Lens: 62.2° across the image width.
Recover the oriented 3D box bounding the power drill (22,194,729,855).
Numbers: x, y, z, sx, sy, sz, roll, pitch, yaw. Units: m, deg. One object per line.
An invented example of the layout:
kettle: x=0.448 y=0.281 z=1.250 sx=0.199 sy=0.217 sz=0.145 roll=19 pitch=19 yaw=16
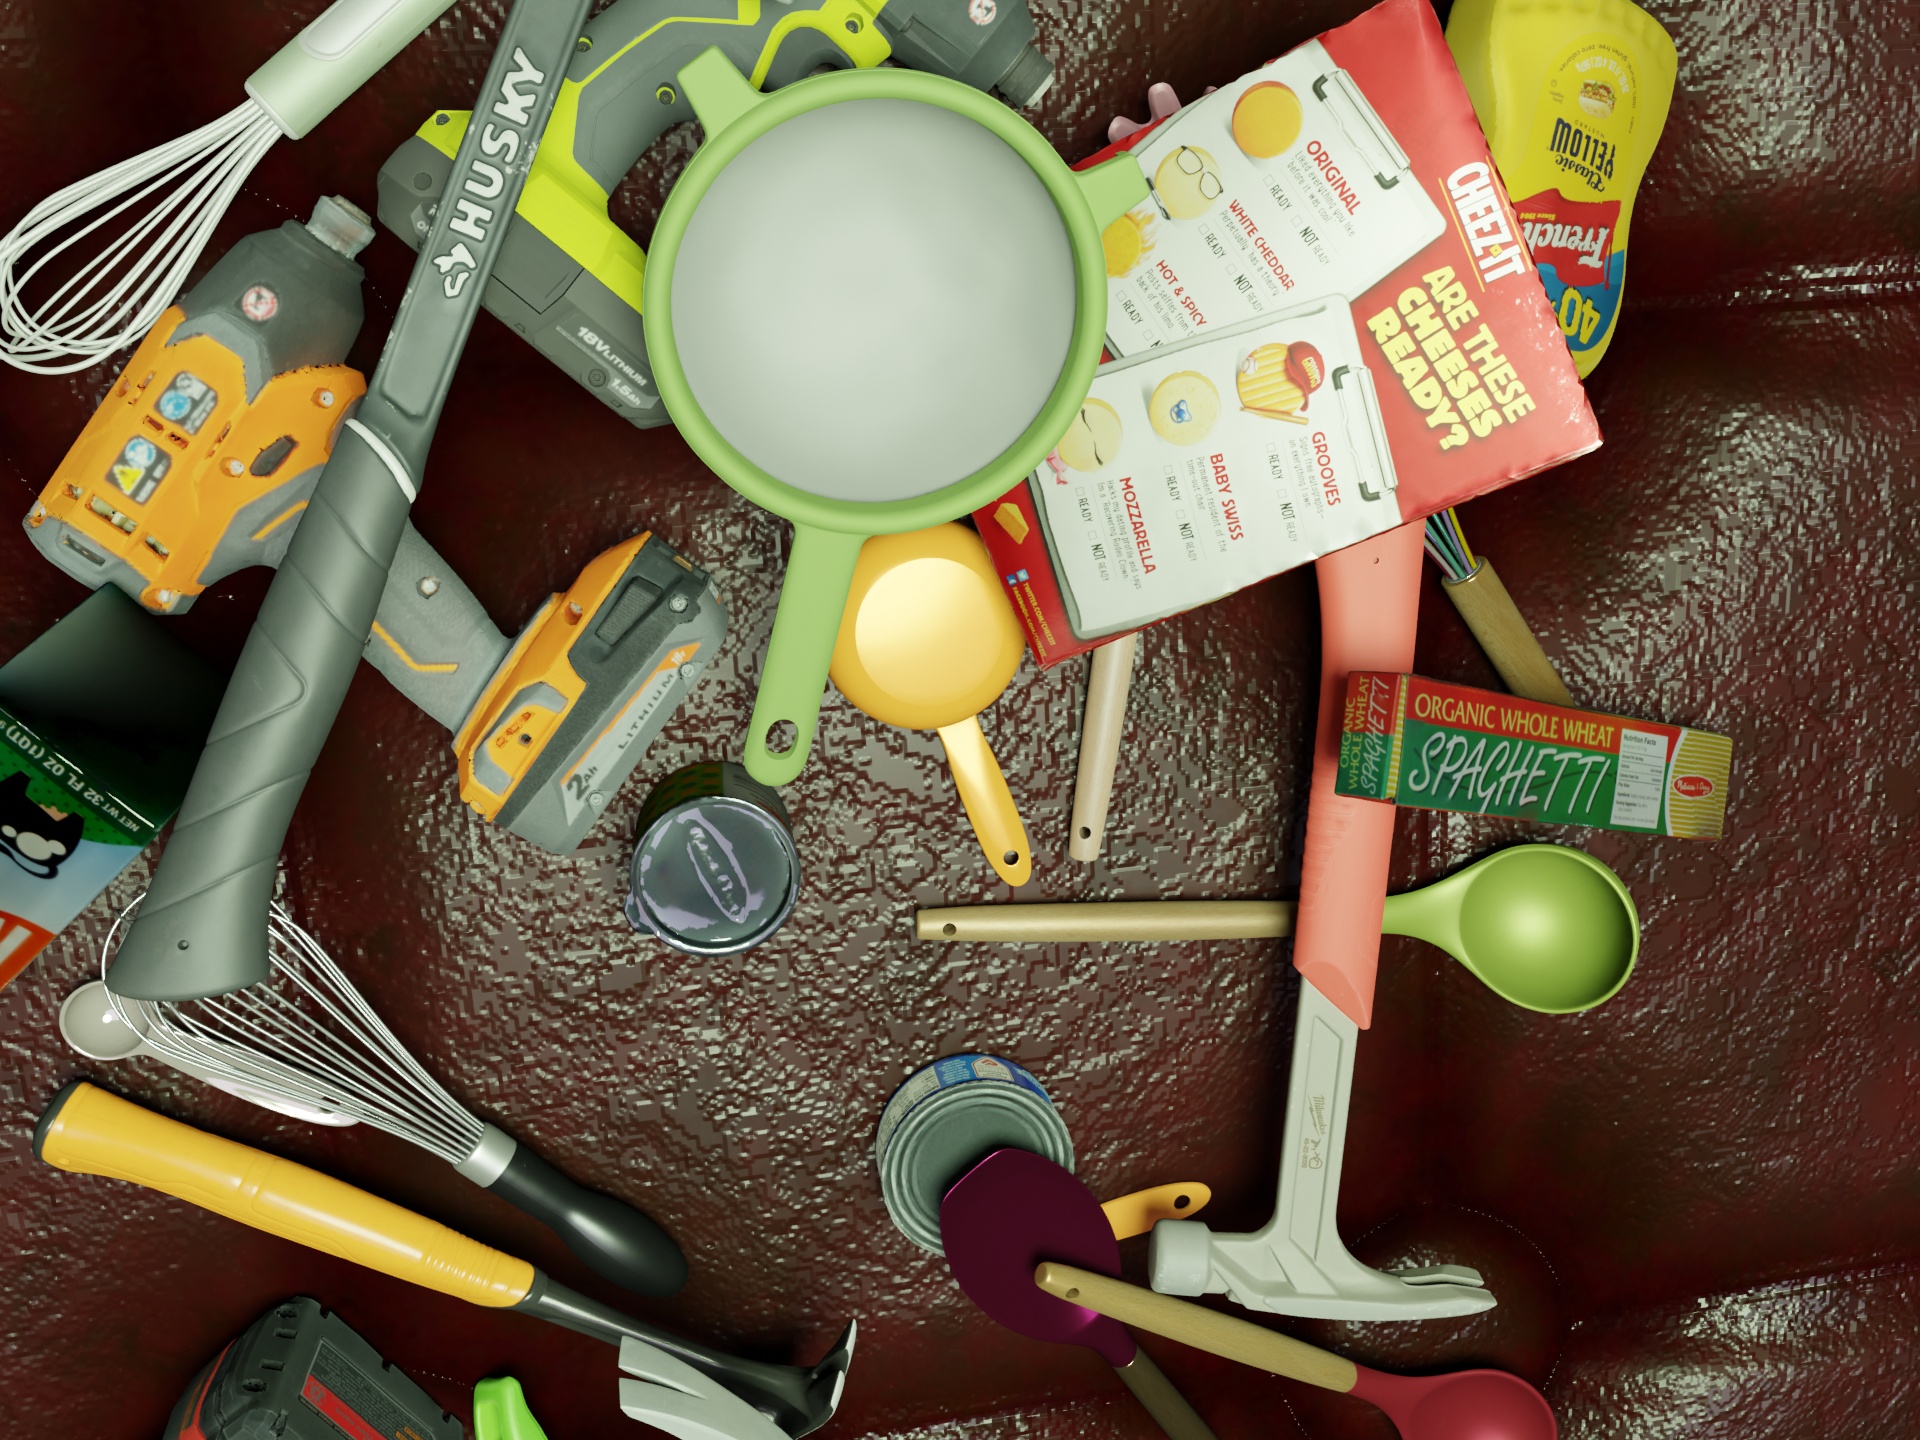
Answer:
power drill: x=-0.199 y=-0.072 z=0.588 sx=0.226 sy=0.084 sz=0.164 roll=35 pitch=95 yaw=-12

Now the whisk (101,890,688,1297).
whisk: x=-0.220 y=0.160 z=0.650 sx=0.284 sy=0.070 sz=0.070 roll=42 pitch=93 yaw=-21

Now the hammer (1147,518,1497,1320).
hammer: x=0.168 y=0.080 z=0.665 sx=0.149 sy=0.037 sz=0.359 roll=4 pitch=101 yaw=-1

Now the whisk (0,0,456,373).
whisk: x=-0.251 y=-0.212 z=0.564 sx=0.246 sy=0.059 sz=0.058 roll=-43 pitch=79 yaw=-3

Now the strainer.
strainer: x=-0.044 y=-0.099 z=0.560 sx=0.151 sy=0.069 sz=0.256 roll=8 pitch=119 yaw=-16

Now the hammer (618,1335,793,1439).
hammer: x=-0.245 y=0.376 z=0.625 sx=0.405 sy=0.035 sz=0.144 roll=-28 pitch=115 yaw=3

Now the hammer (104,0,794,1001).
hammer: x=-0.181 y=-0.104 z=0.503 sx=0.149 sy=0.036 sz=0.409 roll=21 pitch=89 yaw=-14

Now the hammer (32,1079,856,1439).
hammer: x=-0.208 y=0.221 z=0.651 sx=0.336 sy=0.034 sz=0.127 roll=25 pitch=142 yaw=-10

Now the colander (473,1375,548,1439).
colander: x=-0.107 y=0.463 z=0.720 sx=0.094 sy=0.204 sz=0.397 roll=-23 pitch=89 yaw=-48

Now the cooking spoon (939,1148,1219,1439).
cooking spoon: x=0.087 y=0.308 z=0.737 sx=0.069 sy=0.017 sz=0.318 roll=-39 pitch=114 yaw=-8

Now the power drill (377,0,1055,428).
power drill: x=-0.085 y=-0.222 z=0.576 sx=0.171 sy=0.080 sz=0.223 roll=38 pitch=91 yaw=-16

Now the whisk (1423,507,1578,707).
whisk: x=0.202 y=-0.081 z=0.683 sx=0.047 sy=0.051 sz=0.244 roll=-31 pitch=112 yaw=20

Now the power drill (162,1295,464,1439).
power drill: x=-0.318 y=0.377 z=0.673 sx=0.226 sy=0.080 sz=0.187 roll=-39 pitch=107 yaw=3

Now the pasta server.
pasta server: x=0.071 y=-0.091 z=0.653 sx=0.060 sy=0.040 sz=0.316 roll=11 pitch=104 yaw=14

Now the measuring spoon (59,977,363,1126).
measuring spoon: x=-0.304 y=0.138 z=0.653 sx=0.124 sy=0.018 sz=0.034 roll=30 pitch=96 yaw=-22

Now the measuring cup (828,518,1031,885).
measuring cup: x=-0.001 y=-0.002 z=0.652 sx=0.095 sy=0.052 sz=0.173 roll=-23 pitch=104 yaw=-4

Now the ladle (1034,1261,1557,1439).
ladle: x=0.161 y=0.301 z=0.742 sx=0.315 sy=0.031 sz=0.069 roll=27 pitch=101 yaw=-24

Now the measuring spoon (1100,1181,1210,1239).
measuring spoon: x=0.063 y=0.238 z=0.741 sx=0.117 sy=0.011 sz=0.021 roll=-16 pitch=105 yaw=-6

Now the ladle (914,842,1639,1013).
ladle: x=0.141 y=0.092 z=0.700 sx=0.320 sy=0.062 sz=0.078 roll=0 pitch=103 yaw=-8
